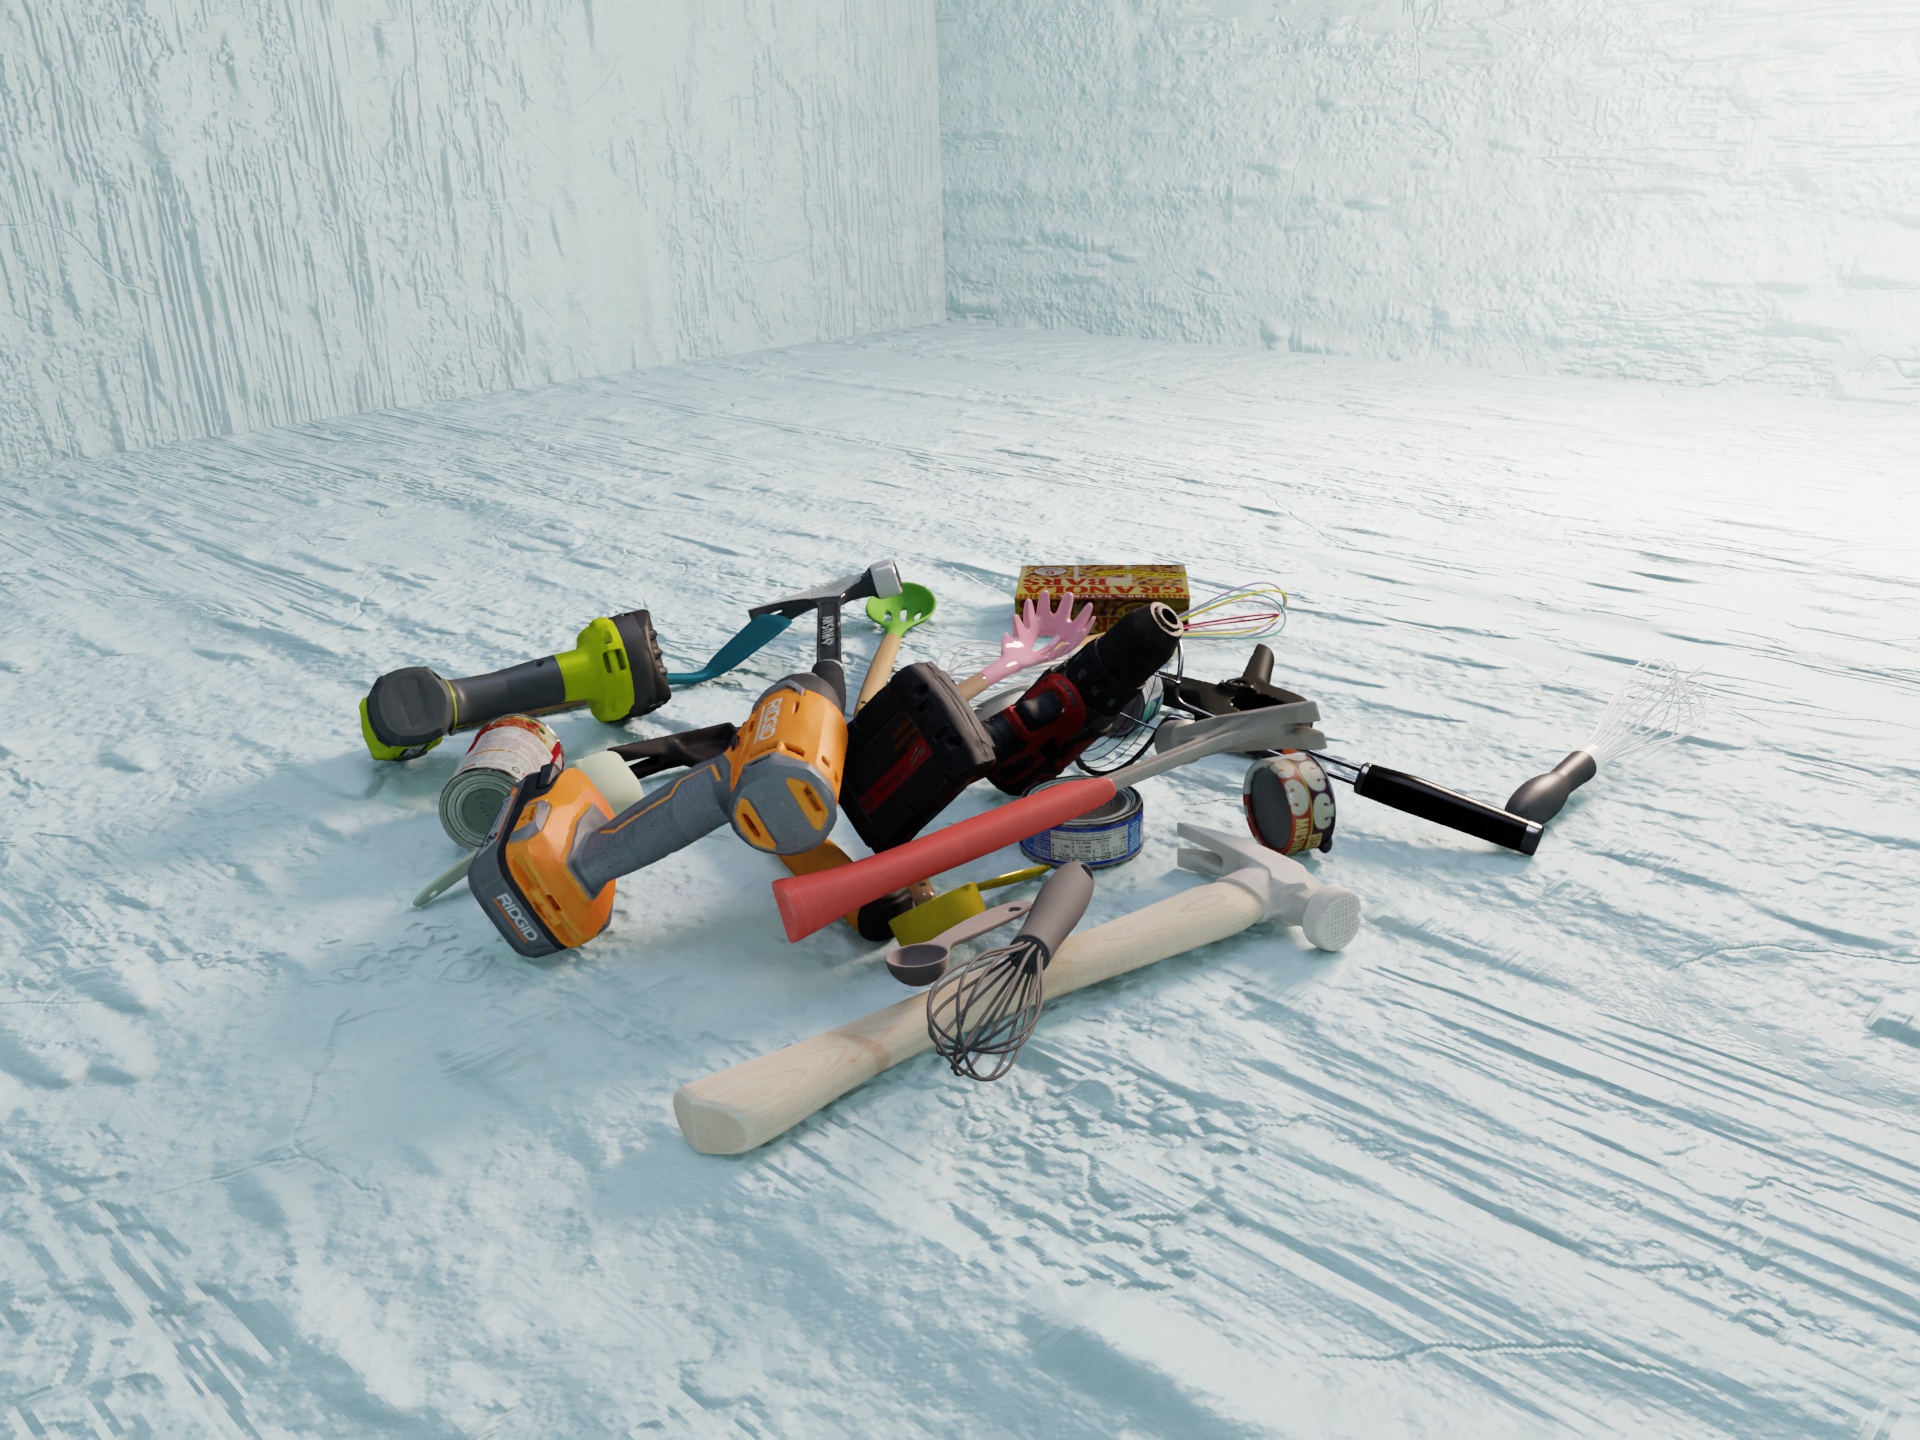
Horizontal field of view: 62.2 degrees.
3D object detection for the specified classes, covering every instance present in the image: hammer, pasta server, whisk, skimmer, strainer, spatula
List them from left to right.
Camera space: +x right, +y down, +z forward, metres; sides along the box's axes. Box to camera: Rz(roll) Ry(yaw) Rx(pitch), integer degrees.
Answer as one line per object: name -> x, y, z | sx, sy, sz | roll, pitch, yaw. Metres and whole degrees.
spatula -> -0.300, -0.039, 1.381 | 0.317, 0.044, 0.082 | -14, 15, -25
hammer -> -0.133, 0.071, 1.090 | 0.127, 0.034, 0.337 | -12, 23, -27
hammer -> -0.119, -0.050, 1.367 | 0.149, 0.036, 0.409 | -17, 22, 3
strainer -> -0.002, -0.004, 1.167 | 0.087, 0.050, 0.258 | -33, -15, 15
pasta server -> 0.001, -0.027, 1.256 | 0.060, 0.040, 0.316 | 31, 41, 27
hammer -> 0.029, 0.143, 0.887 | 0.410, 0.038, 0.146 | -16, 23, -31
whisk -> 0.033, 0.120, 0.832 | 0.055, 0.055, 0.239 | 5, 16, 17
hammer -> 0.052, 0.056, 0.971 | 0.359, 0.036, 0.149 | -19, 5, -30
whisk -> 0.089, -0.050, 1.377 | 0.246, 0.059, 0.058 | -8, -6, -27
whisk -> 0.193, -0.080, 1.460 | 0.245, 0.051, 0.047 | -13, -11, -16
skimmer -> 0.233, 0.024, 1.140 | 0.363, 0.127, 0.090 | 21, -4, 23
whisk -> 0.470, 0.017, 1.155 | 0.070, 0.070, 0.284 | 18, 33, 41

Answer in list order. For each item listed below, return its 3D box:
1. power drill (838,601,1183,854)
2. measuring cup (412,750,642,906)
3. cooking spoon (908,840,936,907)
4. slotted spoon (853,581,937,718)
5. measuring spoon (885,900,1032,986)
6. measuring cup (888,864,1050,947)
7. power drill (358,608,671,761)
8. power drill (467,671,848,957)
power drill -> 0.036, -0.003, 1.055 | 0.226, 0.188, 0.080 | -14, 66, -51
measuring cup -> -0.283, 0.084, 1.057 | 0.167, 0.083, 0.038 | -37, 74, -28
cooking spoon -> -0.056, 0.062, 1.130 | 0.068, 0.017, 0.319 | -6, 20, -11
slotted spoon -> -0.068, -0.063, 1.450 | 0.070, 0.031, 0.314 | 0, 23, 6
measuring spoon -> 0.004, 0.124, 0.881 | 0.034, 0.018, 0.124 | 4, 13, 36
measuring cup -> 0.016, 0.114, 0.976 | 0.062, 0.029, 0.156 | -30, -12, 33
power drill -> -0.356, -0.020, 1.257 | 0.223, 0.080, 0.171 | -15, -2, -25
power drill -> -0.173, 0.046, 0.975 | 0.226, 0.084, 0.164 | -23, 25, 13
